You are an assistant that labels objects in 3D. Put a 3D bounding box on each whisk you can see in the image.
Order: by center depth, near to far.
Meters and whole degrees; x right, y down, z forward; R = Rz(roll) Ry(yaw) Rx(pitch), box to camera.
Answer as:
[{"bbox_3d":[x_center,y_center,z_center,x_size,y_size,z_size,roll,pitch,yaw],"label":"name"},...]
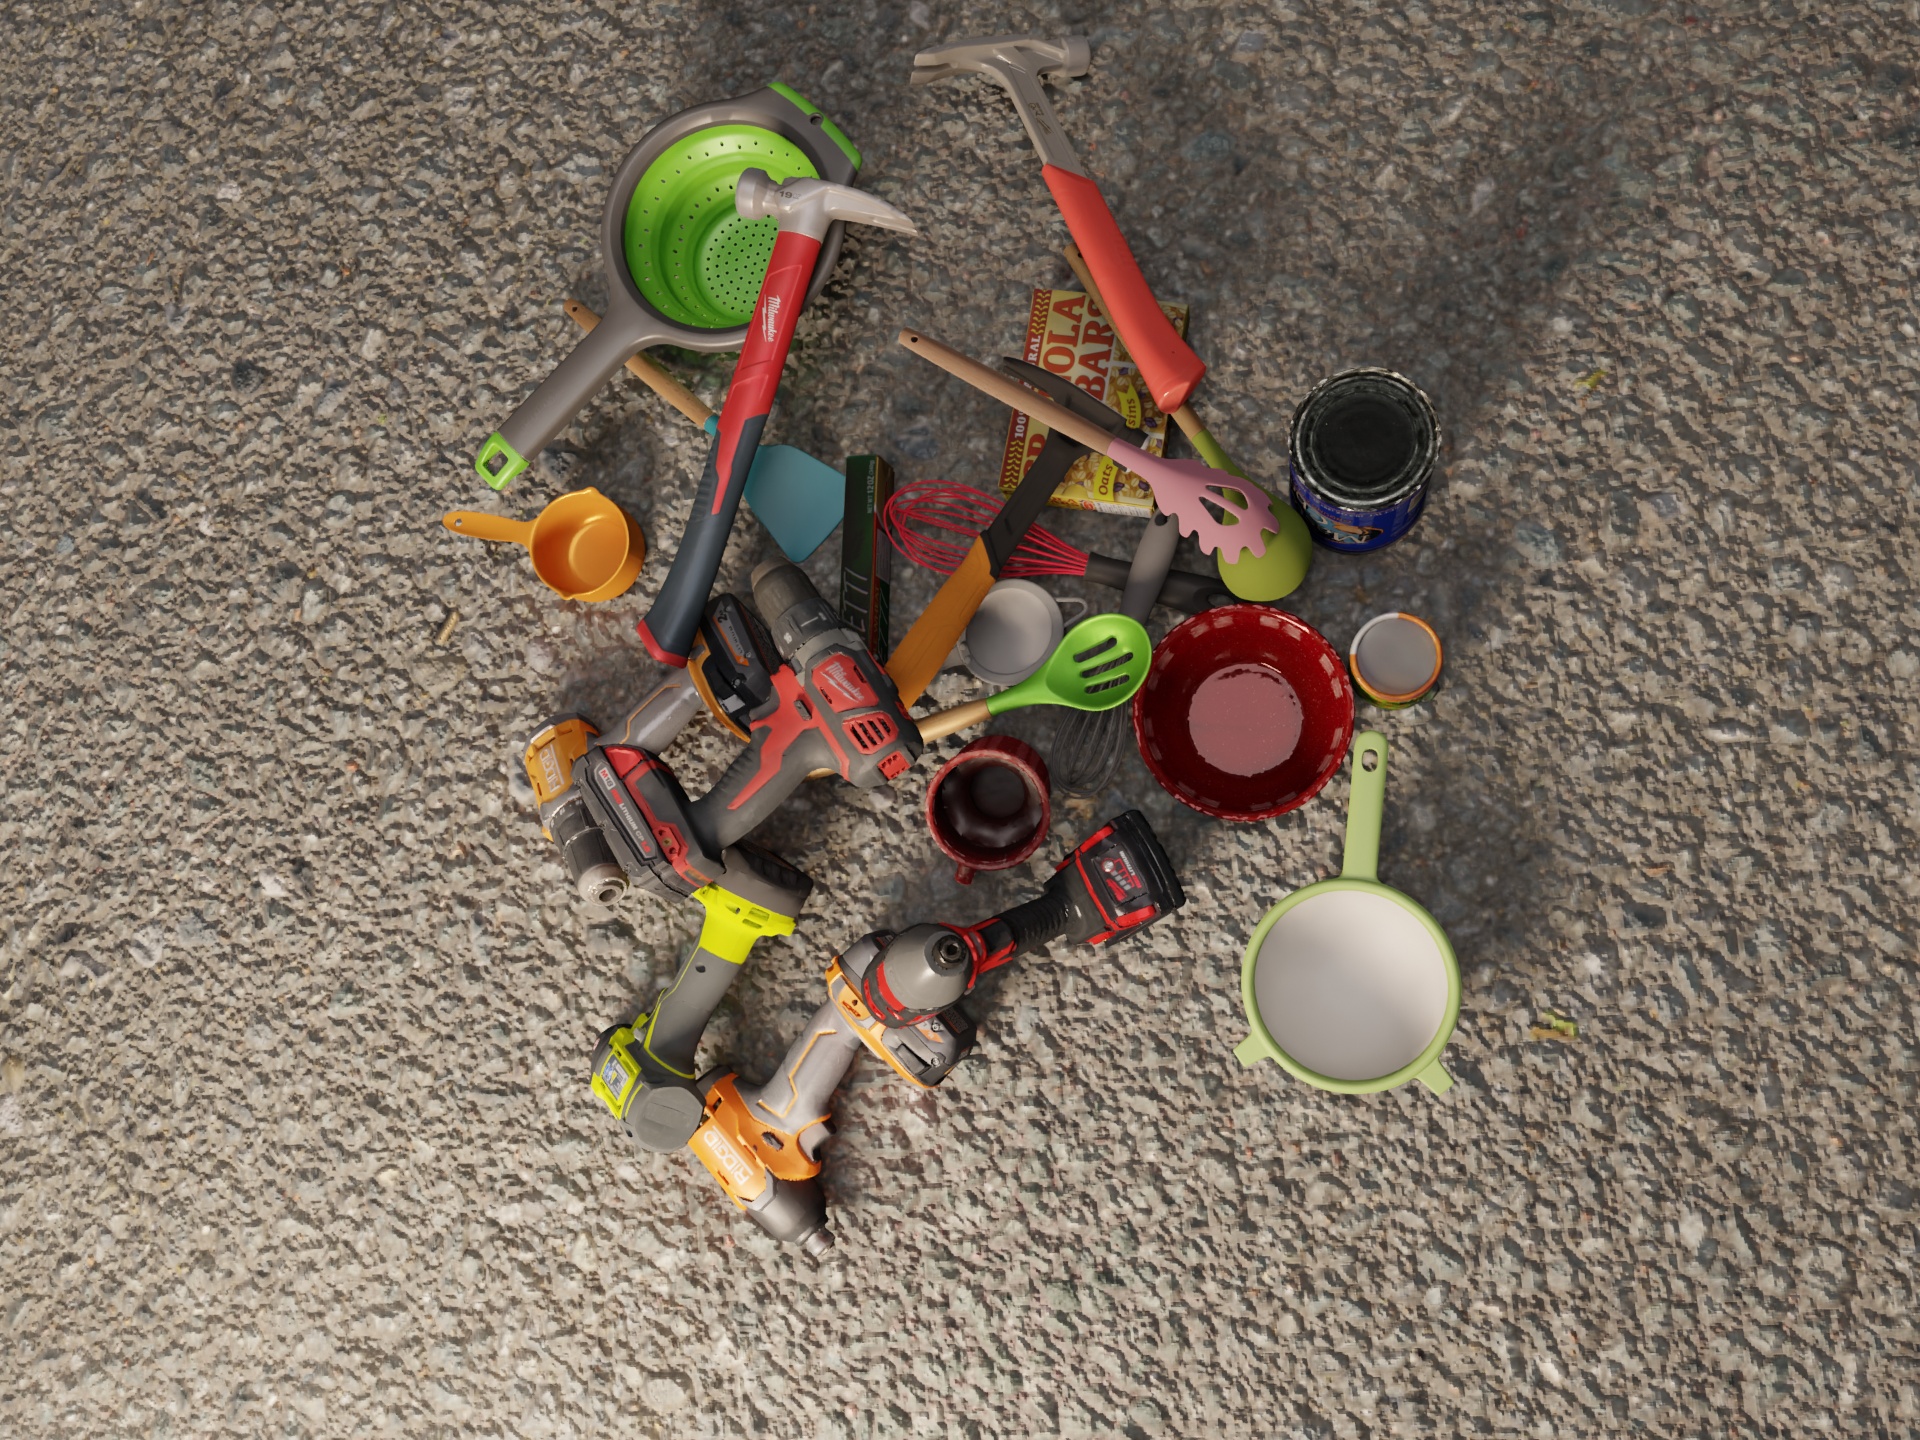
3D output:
[{"bbox_3d":[0.123,-0.053,1.199,0.055,0.055,0.239,21,100,14],"label":"whisk"},{"bbox_3d":[0.080,-0.126,1.235,0.296,0.073,0.073,16,87,8],"label":"whisk"}]

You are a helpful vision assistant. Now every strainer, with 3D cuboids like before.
[{"bbox_3d":[0.287,0.137,1.151,0.151,0.069,0.256,5,84,15],"label":"strainer"},{"bbox_3d":[-0.024,-0.042,1.226,0.258,0.050,0.086,-26,113,-11],"label":"strainer"}]

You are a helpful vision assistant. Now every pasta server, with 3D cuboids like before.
[{"bbox_3d":[0.088,-0.209,1.158,0.316,0.040,0.060,31,87,15],"label":"pasta server"}]

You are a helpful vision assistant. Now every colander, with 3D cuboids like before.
[{"bbox_3d":[-0.239,-0.332,1.305,0.397,0.094,0.204,-45,78,3],"label":"colander"}]

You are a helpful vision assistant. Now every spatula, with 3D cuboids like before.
[{"bbox_3d":[-0.223,-0.259,1.334,0.318,0.044,0.082,41,93,18],"label":"spatula"}]

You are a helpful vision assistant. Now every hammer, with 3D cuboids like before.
[{"bbox_3d":[0.001,-0.108,1.188,0.127,0.034,0.337,33,85,2],"label":"hammer"},{"bbox_3d":[-0.152,-0.223,1.210,0.143,0.038,0.386,16,87,10],"label":"hammer"},{"bbox_3d":[0.088,-0.385,1.213,0.149,0.036,0.359,-14,67,-17],"label":"hammer"}]

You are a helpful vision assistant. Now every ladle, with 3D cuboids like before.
[{"bbox_3d":[0.162,-0.229,1.202,0.078,0.062,0.320,-25,74,-22],"label":"ladle"}]

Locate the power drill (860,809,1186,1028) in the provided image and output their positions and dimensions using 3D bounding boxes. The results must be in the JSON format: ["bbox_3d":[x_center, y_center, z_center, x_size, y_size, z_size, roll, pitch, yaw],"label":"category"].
[{"bbox_3d":[0.041,0.146,1.127,0.219,0.143,0.079,-22,77,-24],"label":"power drill"}]

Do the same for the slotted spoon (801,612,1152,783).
[{"bbox_3d":[-0.002,-0.004,1.195,0.314,0.031,0.070,-20,74,15],"label":"slotted spoon"}]

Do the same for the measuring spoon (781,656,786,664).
[{"bbox_3d":[-0.122,-0.017,1.262,0.021,0.011,0.117,-50,47,7],"label":"measuring spoon"}]

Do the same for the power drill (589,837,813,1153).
[{"bbox_3d":[-0.210,0.197,1.217,0.080,0.171,0.223,28,86,-27],"label":"power drill"}]

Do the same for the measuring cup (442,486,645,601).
[{"bbox_3d":[-0.346,-0.150,1.332,0.173,0.052,0.095,11,86,15],"label":"measuring cup"}]

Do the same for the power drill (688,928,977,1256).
[{"bbox_3d":[-0.096,0.288,1.212,0.226,0.084,0.164,-44,77,9],"label":"power drill"}]

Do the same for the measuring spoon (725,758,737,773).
[{"bbox_3d":[-0.144,0.017,1.281,0.042,0.021,0.128,44,95,13],"label":"measuring spoon"}]

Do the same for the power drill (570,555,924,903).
[{"bbox_3d":[-0.161,0.004,1.139,0.226,0.080,0.188,-33,71,-1],"label":"power drill"}]

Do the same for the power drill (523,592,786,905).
[{"bbox_3d":[-0.233,0.026,1.241,0.226,0.084,0.186,-35,47,7],"label":"power drill"}]
